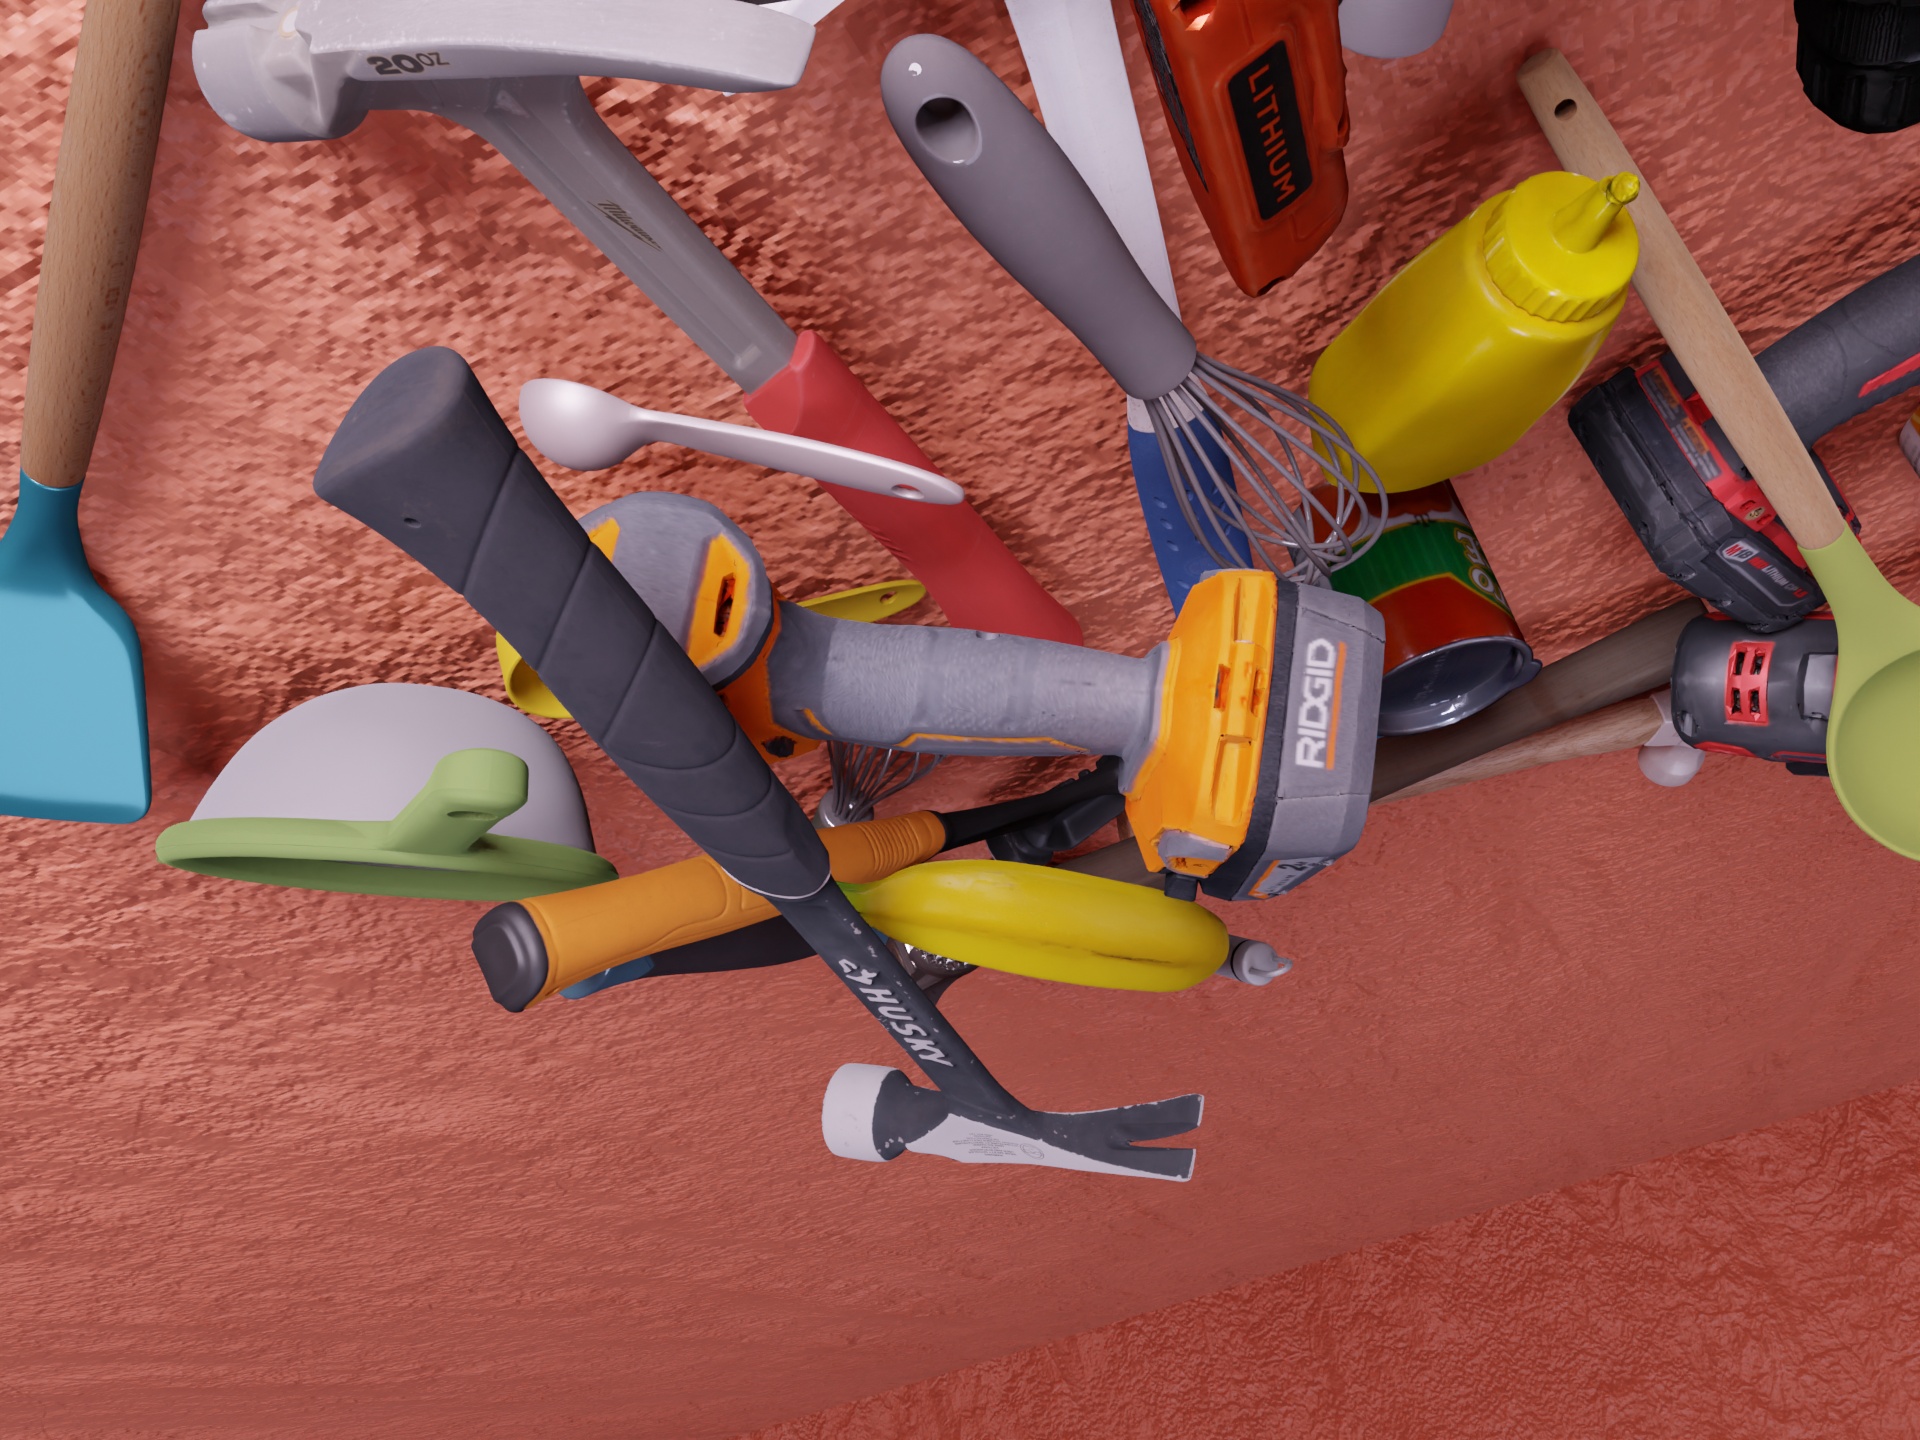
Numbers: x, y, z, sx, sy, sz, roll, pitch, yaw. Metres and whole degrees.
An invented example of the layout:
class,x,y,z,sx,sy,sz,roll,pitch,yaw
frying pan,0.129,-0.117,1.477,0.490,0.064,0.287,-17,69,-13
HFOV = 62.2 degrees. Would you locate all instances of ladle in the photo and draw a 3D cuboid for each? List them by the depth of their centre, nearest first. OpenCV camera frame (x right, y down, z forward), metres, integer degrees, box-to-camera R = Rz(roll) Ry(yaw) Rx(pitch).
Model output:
class,x,y,z,sx,sy,sz,roll,pitch,yaw
ladle,0.258,-0.070,0.487,0.078,0.062,0.320,-33,118,24

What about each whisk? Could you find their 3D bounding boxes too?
class,x,y,z,sx,sy,sz,roll,pitch,yaw
whisk,0.054,-0.096,0.419,0.055,0.055,0.238,-28,145,23
whisk,-0.047,0.035,0.686,0.058,0.059,0.246,28,148,0

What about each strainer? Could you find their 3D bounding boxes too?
class,x,y,z,sx,sy,sz,roll,pitch,yaw
strainer,-0.171,0.014,0.509,0.151,0.069,0.256,8,166,-25
strainer,0.086,0.101,0.780,0.087,0.050,0.258,-17,-173,-22

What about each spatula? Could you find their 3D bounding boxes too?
class,x,y,z,sx,sy,sz,roll,pitch,yaw
spatula,-0.228,-0.073,0.406,0.082,0.044,0.317,12,142,-29

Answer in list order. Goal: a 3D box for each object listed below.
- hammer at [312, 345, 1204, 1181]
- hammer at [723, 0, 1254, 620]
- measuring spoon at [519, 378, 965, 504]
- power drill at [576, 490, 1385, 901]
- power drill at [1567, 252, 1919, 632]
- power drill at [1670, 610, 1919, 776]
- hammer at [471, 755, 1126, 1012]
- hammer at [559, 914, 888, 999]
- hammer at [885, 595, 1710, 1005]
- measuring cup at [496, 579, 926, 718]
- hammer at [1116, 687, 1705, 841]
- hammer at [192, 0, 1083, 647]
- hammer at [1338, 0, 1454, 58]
class,x,y,z,sx,sy,sz,roll,pitch,yaw
hammer,-0.040,0.051,0.451,0.149,0.036,0.408,1,147,23
hammer,0.057,-0.102,0.494,0.144,0.035,0.405,-19,151,8
measuring spoon,-0.060,-0.067,0.420,0.124,0.018,0.034,13,167,9
power drill,-0.001,-0.002,0.494,0.226,0.084,0.164,9,166,1
power drill,0.338,-0.128,0.540,0.143,0.079,0.219,15,137,-42
power drill,0.416,-0.009,0.663,0.188,0.080,0.226,5,-178,35
hammer,-0.031,0.048,0.603,0.127,0.034,0.336,-38,163,36
hammer,-0.064,0.094,0.707,0.128,0.033,0.330,-31,163,21
hammer,0.159,0.034,0.710,0.410,0.038,0.146,-21,165,-12
measuring cup,-0.086,-0.039,0.562,0.156,0.029,0.062,-15,151,-25
hammer,0.242,0.022,0.806,0.331,0.031,0.130,-11,152,-5
hammer,-0.026,-0.080,0.447,0.149,0.037,0.358,10,166,26
hammer,0.249,-0.237,0.343,0.334,0.035,0.146,-12,152,-6
